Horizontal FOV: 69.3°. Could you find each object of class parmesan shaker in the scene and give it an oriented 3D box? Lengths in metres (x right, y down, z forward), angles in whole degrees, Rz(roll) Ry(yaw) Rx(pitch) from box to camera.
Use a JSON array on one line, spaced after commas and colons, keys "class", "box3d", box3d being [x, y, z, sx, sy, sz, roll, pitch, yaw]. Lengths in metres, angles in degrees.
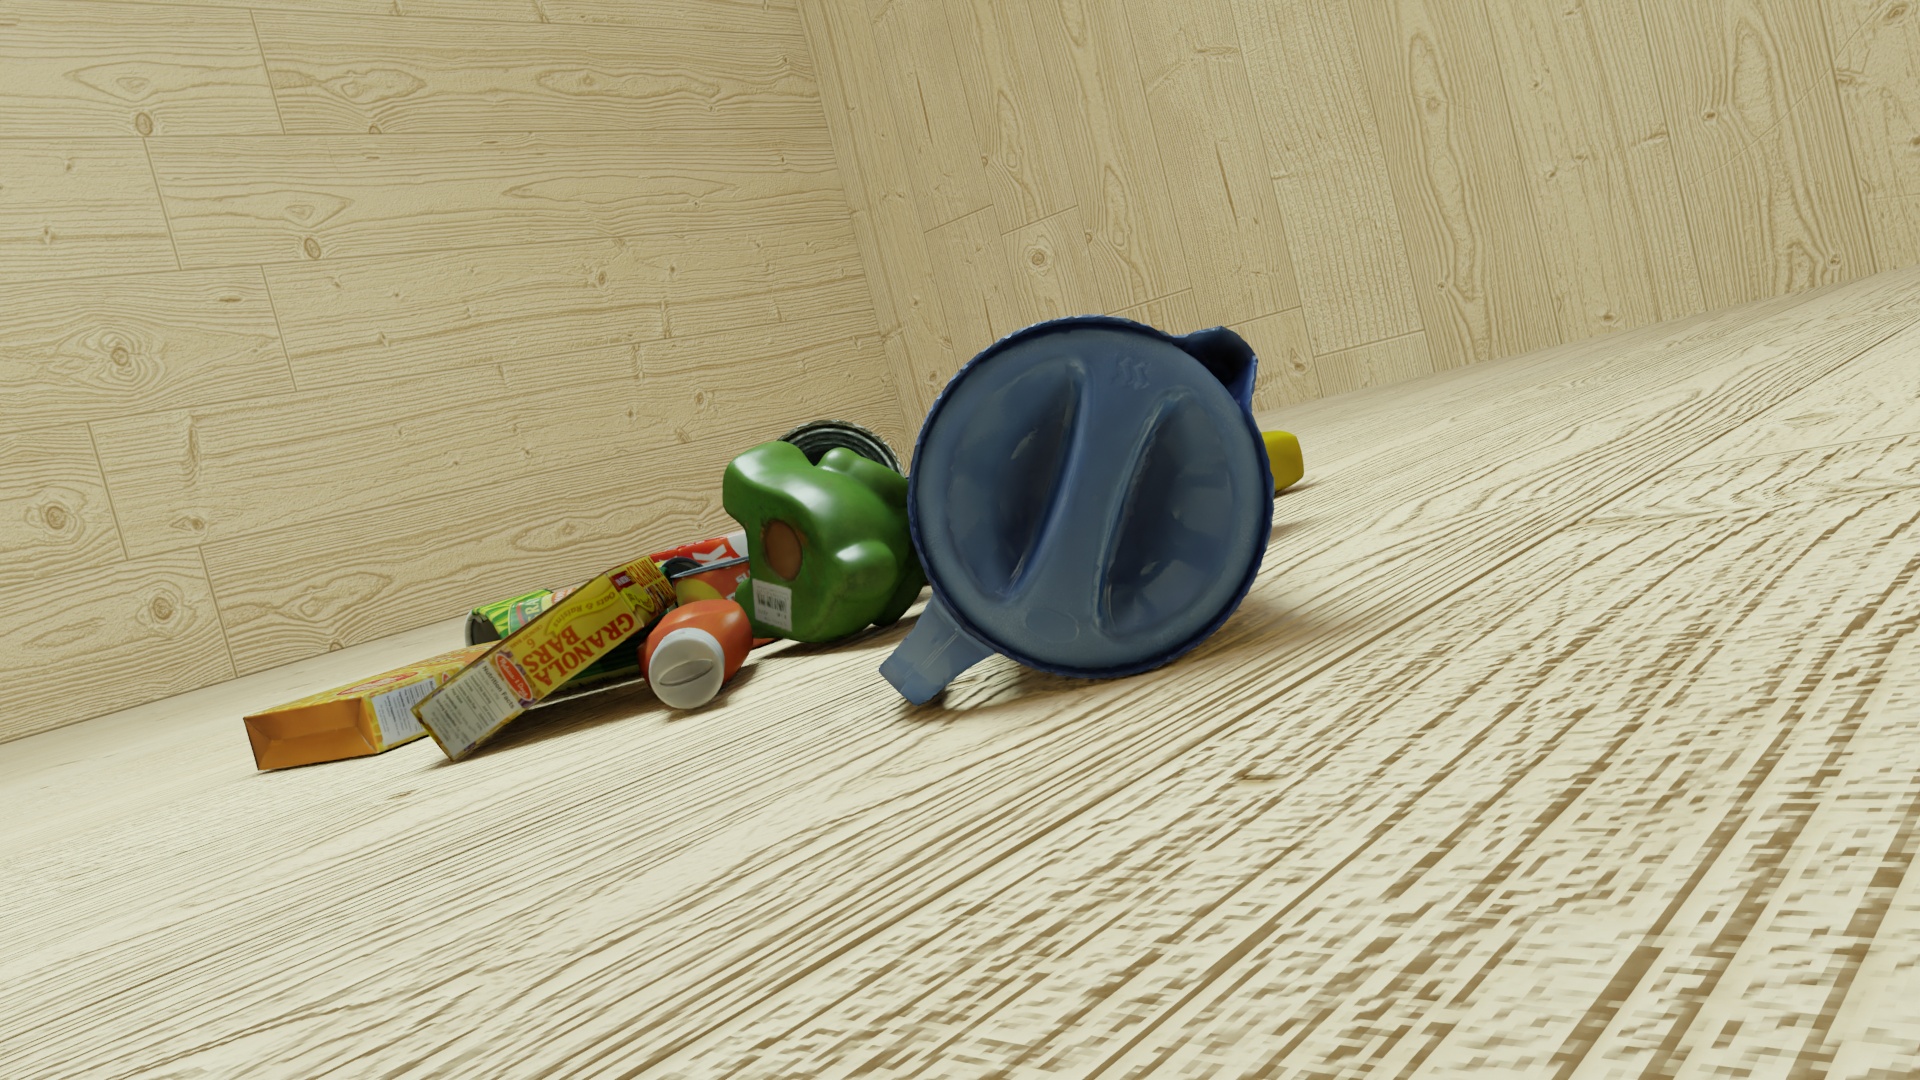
[{"class": "parmesan shaker", "box3d": [-0.238, 0.060, 0.924, 0.103, 0.071, 0.071, -14, 4, -4]}]

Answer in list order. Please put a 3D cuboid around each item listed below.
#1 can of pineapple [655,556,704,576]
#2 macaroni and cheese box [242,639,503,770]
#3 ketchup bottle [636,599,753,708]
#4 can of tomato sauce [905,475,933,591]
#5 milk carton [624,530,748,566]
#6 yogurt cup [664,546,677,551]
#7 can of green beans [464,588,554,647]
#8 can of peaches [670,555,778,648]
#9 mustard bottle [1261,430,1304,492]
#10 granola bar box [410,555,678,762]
[{"class": "can of pineapple", "box3d": [-0.217, 0.050, 1.002, 0.057, 0.071, 0.071, -14, 3, 36]}, {"class": "macaroni and cheese box", "box3d": [-0.367, 0.105, 0.936, 0.123, 0.040, 0.167, -11, 5, 30]}, {"class": "ketchup bottle", "box3d": [-0.145, 0.061, 0.751, 0.065, 0.043, 0.149, -21, 5, -7]}, {"class": "can of tomato sauce", "box3d": [0.003, -0.012, 0.961, 0.071, 0.083, 0.071, -14, 4, 1]}, {"class": "milk carton", "box3d": [-0.159, 0.027, 1.083, 0.191, 0.072, 0.073, -14, 3, -13]}, {"class": "yogurt cup", "box3d": [-0.216, 0.042, 1.140, 0.072, 0.072, 0.054, -15, 12, -18]}, {"class": "can of green beans", "box3d": [-0.336, 0.076, 1.059, 0.071, 0.071, 0.058, -10, 6, 45]}, {"class": "can of peaches", "box3d": [-0.152, 0.043, 0.925, 0.071, 0.058, 0.071, -13, 3, 1]}, {"class": "mustard bottle", "box3d": [0.178, -0.044, 1.037, 0.161, 0.048, 0.065, -16, 5, -22]}, {"class": "granola bar box", "box3d": [-0.232, 0.061, 0.802, 0.124, 0.039, 0.165, -35, 5, -3]}]
